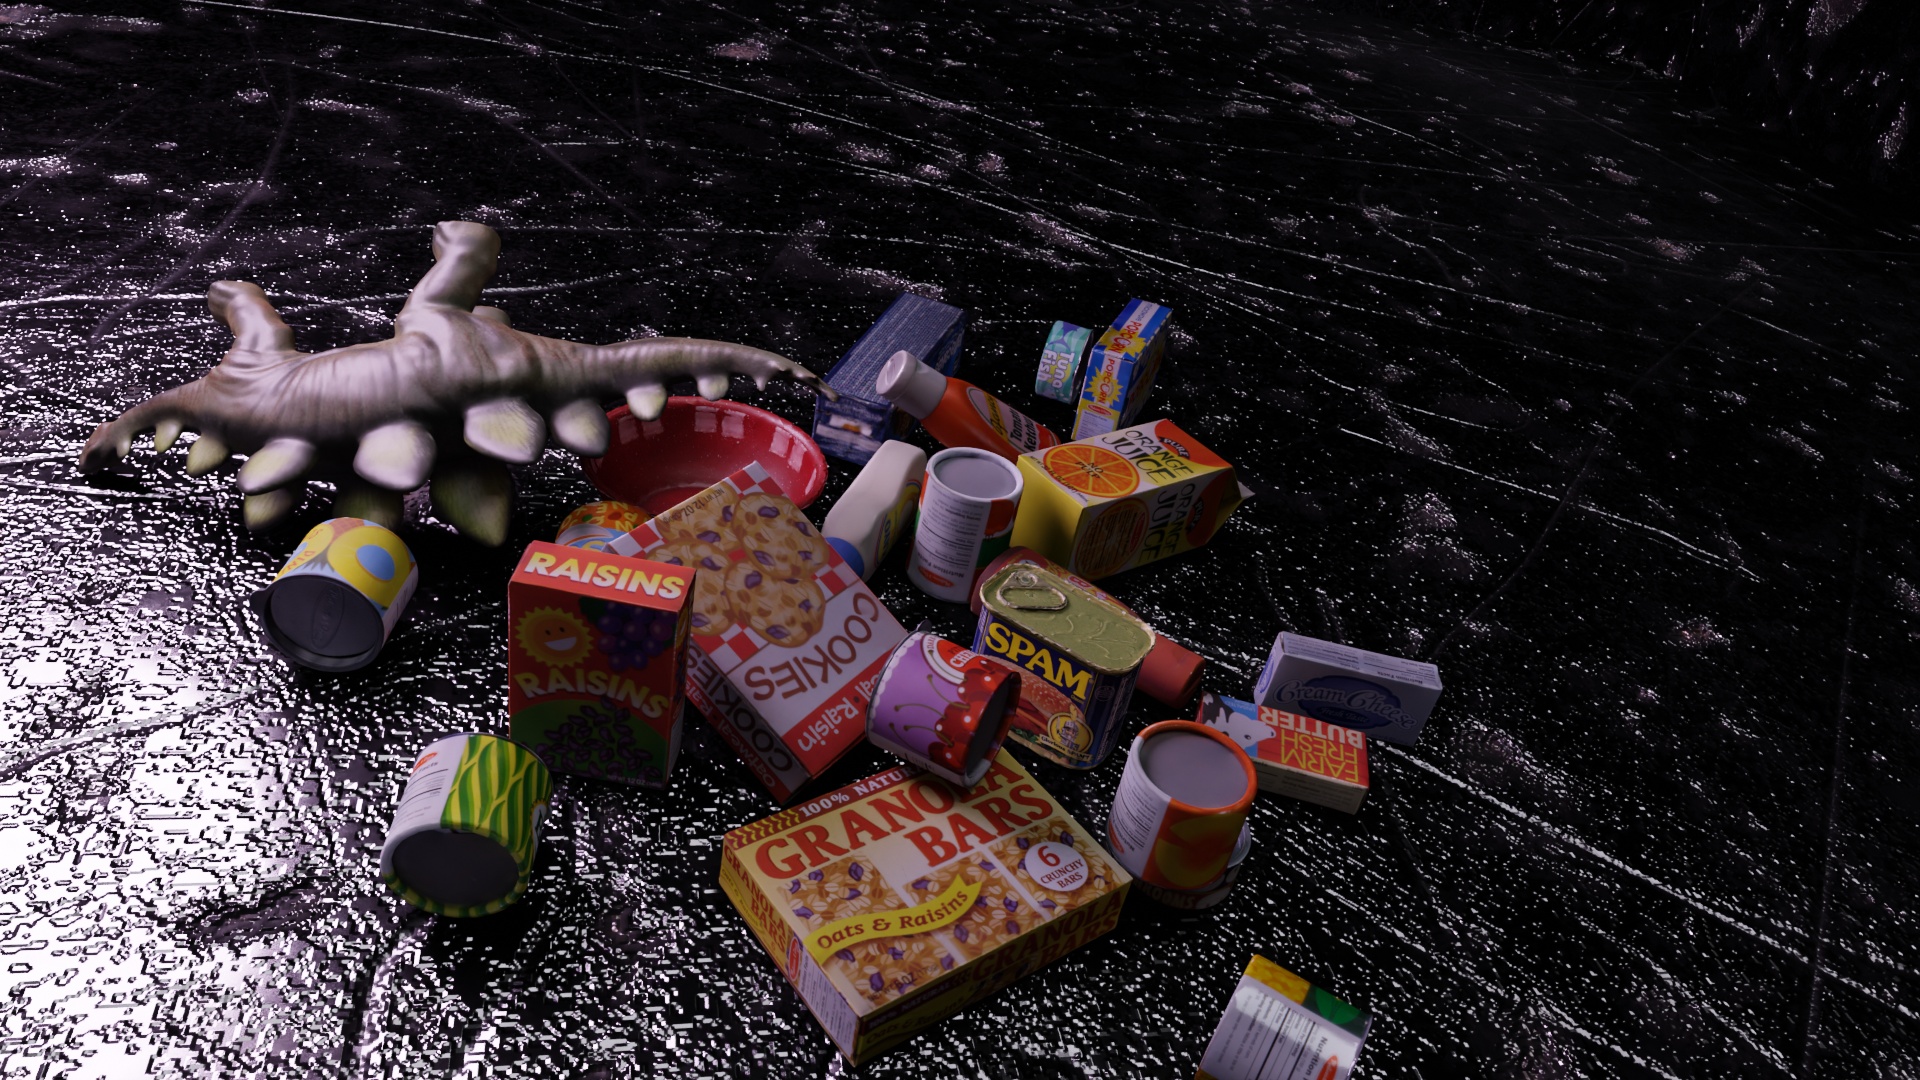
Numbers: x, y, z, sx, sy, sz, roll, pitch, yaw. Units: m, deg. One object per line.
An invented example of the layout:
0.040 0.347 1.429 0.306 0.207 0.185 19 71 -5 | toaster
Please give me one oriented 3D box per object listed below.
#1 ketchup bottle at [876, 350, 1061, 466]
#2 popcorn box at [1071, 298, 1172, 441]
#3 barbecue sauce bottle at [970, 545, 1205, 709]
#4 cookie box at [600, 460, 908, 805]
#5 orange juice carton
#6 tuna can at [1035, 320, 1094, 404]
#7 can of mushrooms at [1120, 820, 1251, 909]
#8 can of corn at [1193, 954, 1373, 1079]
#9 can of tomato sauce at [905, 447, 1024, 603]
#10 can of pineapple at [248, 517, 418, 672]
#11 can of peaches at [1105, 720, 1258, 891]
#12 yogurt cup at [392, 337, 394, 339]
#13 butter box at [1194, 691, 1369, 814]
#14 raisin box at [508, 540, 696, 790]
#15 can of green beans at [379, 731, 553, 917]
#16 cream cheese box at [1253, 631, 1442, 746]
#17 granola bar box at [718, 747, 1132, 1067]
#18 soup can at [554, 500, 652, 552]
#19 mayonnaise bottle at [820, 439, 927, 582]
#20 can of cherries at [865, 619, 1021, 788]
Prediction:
0.007 -0.086 1.018 0.149 0.043 0.065 29 35 -26 | ketchup bottle
0.136 -0.139 1.156 0.038 0.084 0.127 20 35 13 | popcorn box
0.083 0.057 0.887 0.149 0.043 0.065 29 36 22 | barbecue sauce bottle
-0.107 0.047 0.781 0.167 0.040 0.123 48 41 5 | cookie box
0.128 -0.033 1.007 0.193 0.072 0.072 -16 43 -37 | orange juice carton
0.088 -0.150 1.172 0.033 0.070 0.071 17 34 8 | tuna can
0.119 0.165 0.749 0.071 0.033 0.071 9 34 -6 | can of mushrooms
0.147 0.232 0.633 0.058 0.070 0.071 25 35 19 | can of corn
0.003 -0.012 0.925 0.071 0.082 0.071 9 34 -6 | can of tomato sauce
-0.342 0.028 0.765 0.071 0.070 0.058 9 33 -6 | can of pineapple
0.115 0.134 0.709 0.071 0.057 0.071 7 35 -5 | can of peaches
-0.364 -0.106 0.961 0.072 0.072 0.054 -6 46 -27 | yogurt cup
0.192 0.127 0.837 0.103 0.024 0.053 14 34 3 | butter box
-0.184 0.065 0.714 0.086 0.122 0.040 11 34 -2 | raisin box
-0.230 0.133 0.650 0.071 0.071 0.058 7 34 -9 | can of green beans
0.244 0.094 0.878 0.104 0.053 0.024 13 35 0 | cream cheese box
-0.017 0.170 0.690 0.166 0.038 0.124 -16 42 -35 | granola bar box
-0.212 0.024 0.814 0.071 0.071 0.084 6 33 -11 | soup can
-0.065 -0.006 0.918 0.041 0.064 0.149 17 38 12 | mayonnaise bottle
-0.007 0.084 0.721 0.058 0.071 0.072 22 34 20 | can of cherries
